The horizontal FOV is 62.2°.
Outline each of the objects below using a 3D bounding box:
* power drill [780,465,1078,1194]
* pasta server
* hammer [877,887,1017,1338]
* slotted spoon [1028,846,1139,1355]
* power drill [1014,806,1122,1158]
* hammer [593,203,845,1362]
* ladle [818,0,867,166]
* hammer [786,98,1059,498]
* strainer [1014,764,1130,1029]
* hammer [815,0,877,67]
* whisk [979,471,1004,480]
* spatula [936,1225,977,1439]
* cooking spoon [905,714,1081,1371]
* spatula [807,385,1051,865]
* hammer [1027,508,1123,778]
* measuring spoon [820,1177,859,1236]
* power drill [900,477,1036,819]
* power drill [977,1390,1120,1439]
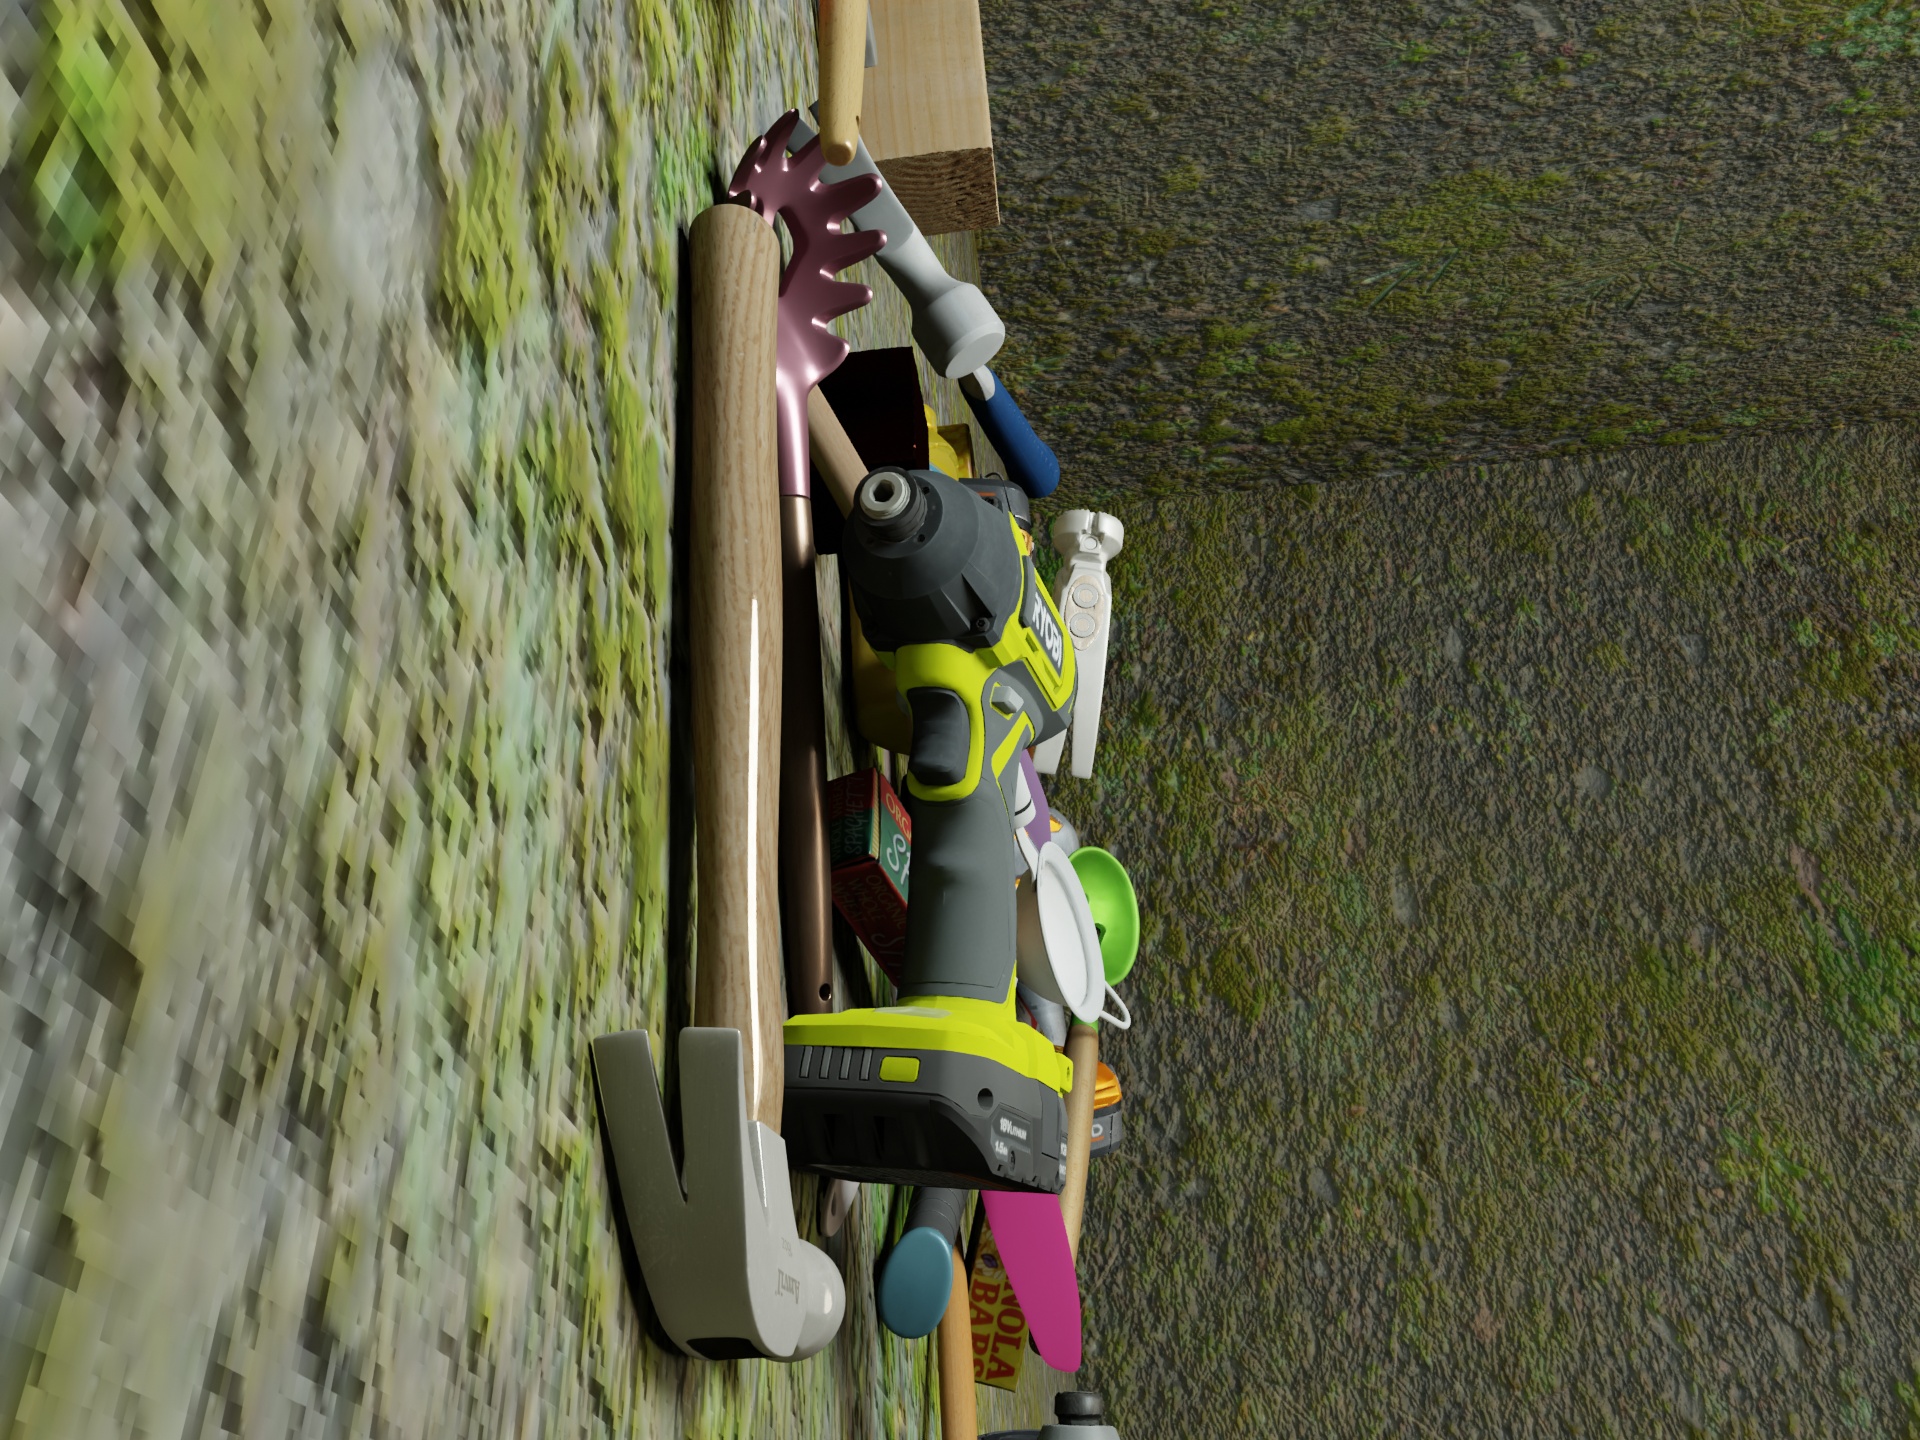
[{"bbox_3d":[-0.008,0.037,0.532,0.171,0.080,0.223,52,39,-65],"label":"power drill"},{"bbox_3d":[-0.054,-0.051,0.554,0.060,0.040,0.316,2,83,-44],"label":"pasta server"},{"bbox_3d":[0.000,0.199,0.817,0.331,0.033,0.128,-62,166,-74],"label":"hammer"},{"bbox_3d":[0.054,0.165,0.754,0.070,0.031,0.314,50,26,-19],"label":"slotted spoon"},{"bbox_3d":[0.034,0.167,1.057,0.164,0.084,0.226,174,-93,-71],"label":"power drill"},{"bbox_3d":[-0.062,-0.005,0.432,0.130,0.031,0.332,76,9,-65],"label":"hammer"},{"bbox_3d":[-0.045,-0.322,0.614,0.069,0.031,0.316,79,8,-58],"label":"ladle"},{"bbox_3d":[0.004,-0.190,0.843,0.144,0.035,0.405,57,6,11],"label":"hammer"},{"bbox_3d":[0.024,0.046,0.714,0.087,0.050,0.258,-78,154,-56],"label":"strainer"},{"bbox_3d":[-0.072,-0.346,0.704,0.359,0.036,0.149,-89,172,-61],"label":"hammer"},{"bbox_3d":[0.003,-0.052,1.078,0.055,0.055,0.239,39,58,-84],"label":"whisk"},{"bbox_3d":[-0.009,0.344,0.750,0.323,0.041,0.081,-96,179,-66],"label":"spatula"},{"bbox_3d":[0.007,0.095,0.640,0.068,0.017,0.319,44,27,-54],"label":"cooking spoon"},{"bbox_3d":[-0.014,-0.045,0.692,0.315,0.018,0.060,59,22,-43],"label":"spatula"},{"bbox_3d":[0.049,0.008,1.032,0.410,0.038,0.146,105,-7,-74],"label":"hammer"},{"bbox_3d":[-0.043,0.157,0.614,0.124,0.018,0.034,-65,152,-68],"label":"measuring spoon"},{"bbox_3d":[-0.001,-0.003,0.926,0.185,0.084,0.226,93,-2,-66],"label":"power drill"},{"bbox_3d":[0.045,0.390,0.742,0.219,0.078,0.143,100,-8,-67],"label":"power drill"}]
